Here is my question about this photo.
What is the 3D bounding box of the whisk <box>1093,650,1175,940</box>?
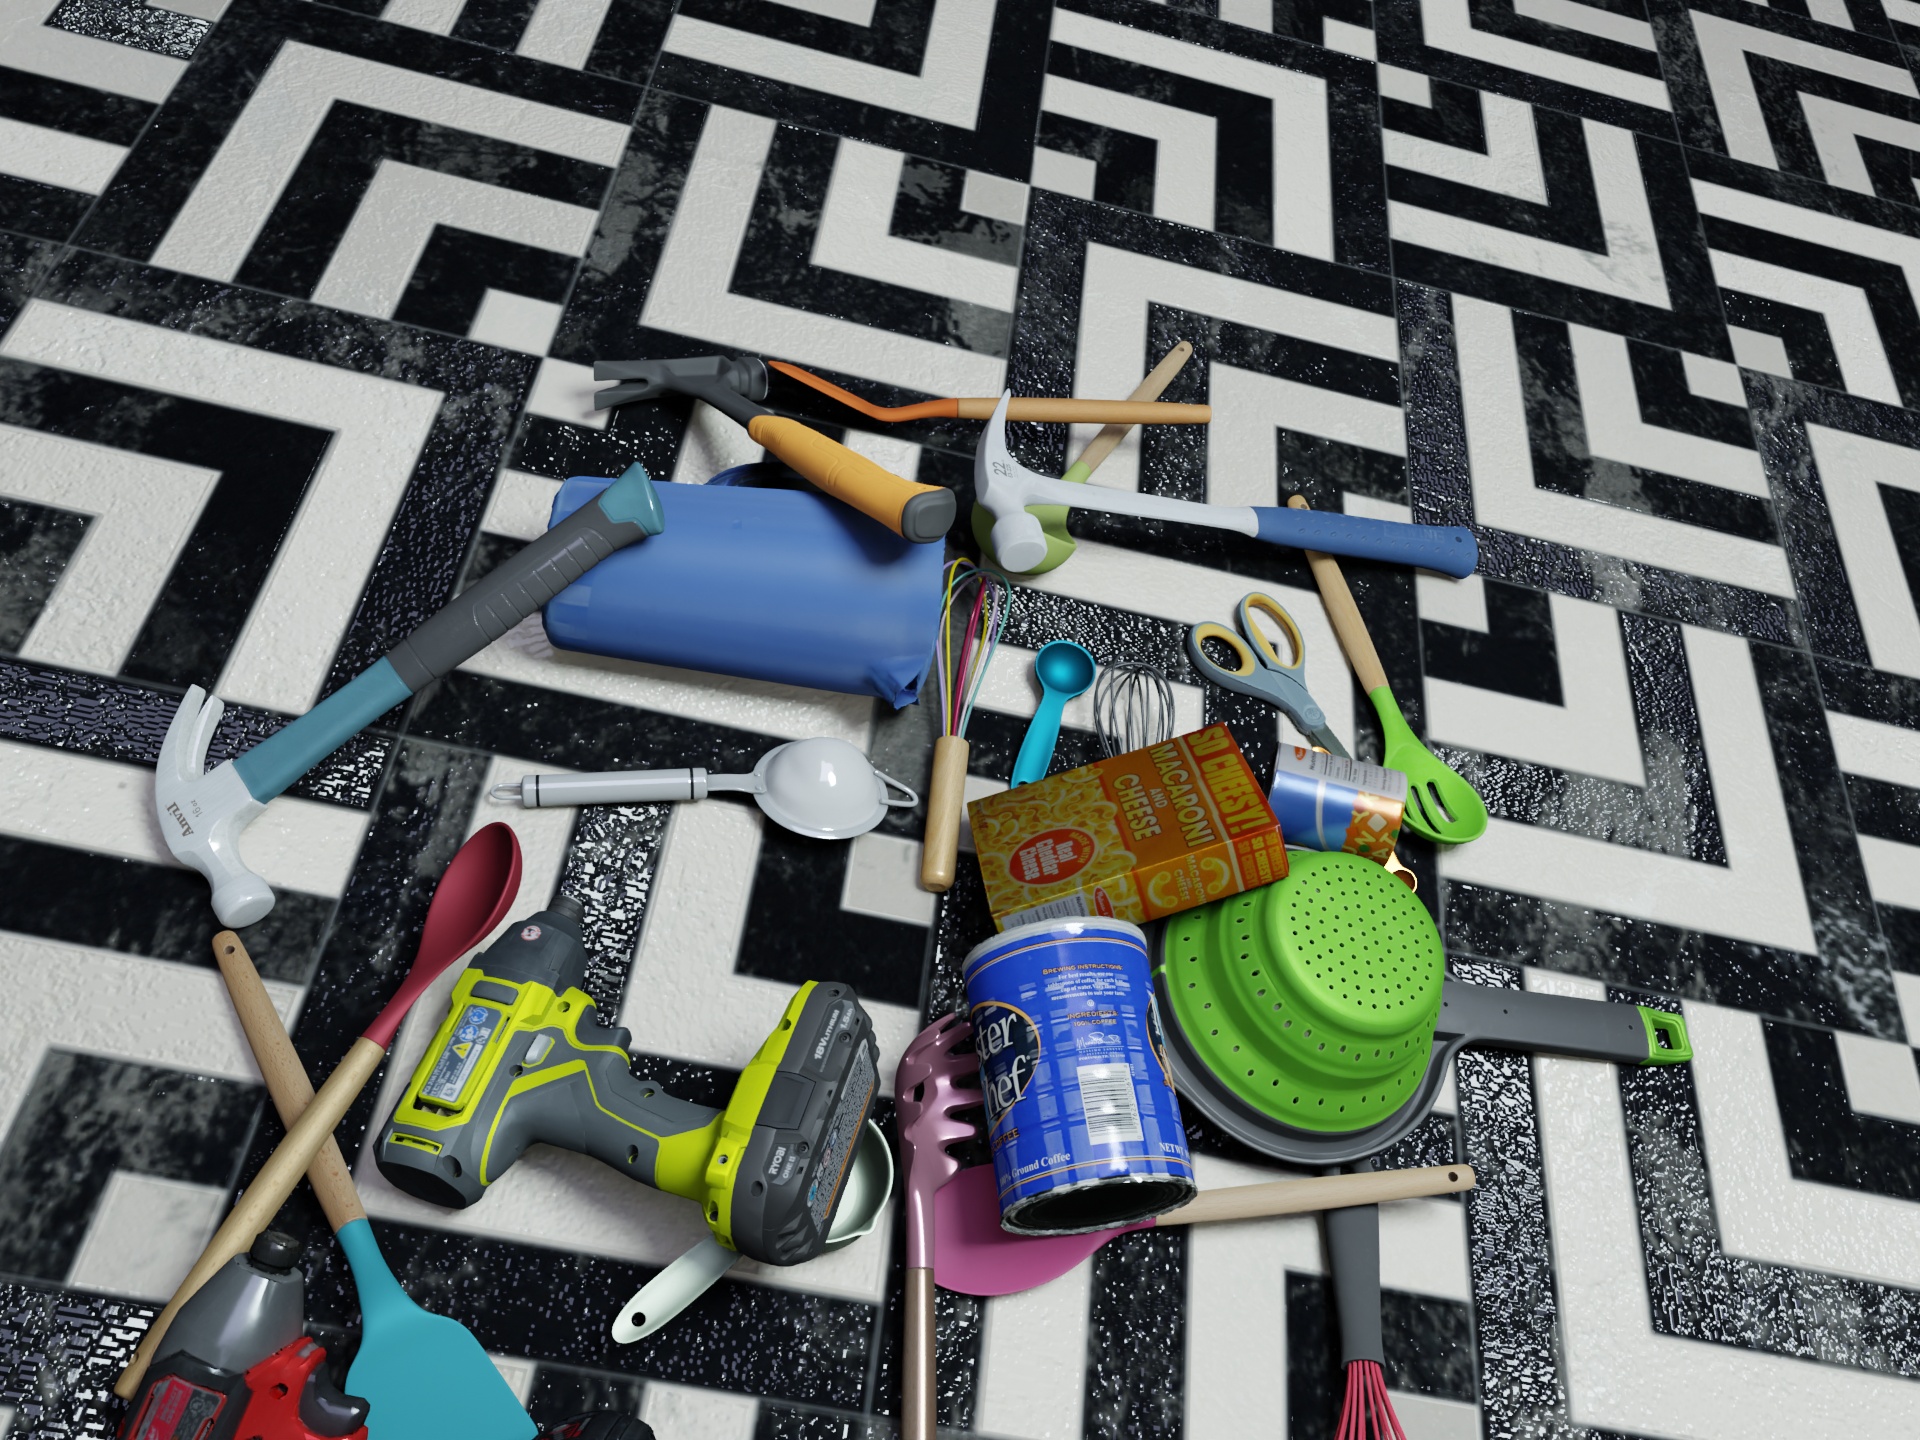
[{"bbox_3d":[0.114,0.061,1.008,0.055,0.055,0.239,6,60,-11],"label":"whisk"}]

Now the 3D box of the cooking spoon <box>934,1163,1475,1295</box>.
[{"bbox_3d":[0.130,0.267,0.870,0.319,0.017,0.069,-4,59,-8],"label":"cooking spoon"}]

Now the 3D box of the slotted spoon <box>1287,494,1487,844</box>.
[{"bbox_3d":[0.291,-0.041,1.134,0.070,0.031,0.314,-3,56,-18],"label":"slotted spoon"}]

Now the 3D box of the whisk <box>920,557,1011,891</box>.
[{"bbox_3d":[0.000,-0.002,1.026,0.051,0.047,0.245,5,59,3],"label":"whisk"}]

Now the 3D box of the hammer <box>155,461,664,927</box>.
[{"bbox_3d":[-0.303,-0.033,0.895,0.331,0.033,0.128,-38,73,-7],"label":"hammer"}]

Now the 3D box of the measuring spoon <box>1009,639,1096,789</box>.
[{"bbox_3d":[0.055,0.005,1.052,0.042,0.021,0.129,21,63,-1],"label":"measuring spoon"}]

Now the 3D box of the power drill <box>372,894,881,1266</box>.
[{"bbox_3d":[-0.162,0.178,0.813,0.223,0.080,0.171,10,52,14],"label":"power drill"}]

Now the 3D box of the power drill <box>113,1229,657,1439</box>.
[{"bbox_3d":[-0.253,0.323,0.692,0.219,0.078,0.143,21,81,2],"label":"power drill"}]

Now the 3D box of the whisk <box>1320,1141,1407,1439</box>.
[{"bbox_3d":[0.212,0.357,0.830,0.073,0.073,0.296,12,48,-7],"label":"whisk"}]

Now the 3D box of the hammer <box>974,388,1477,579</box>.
[{"bbox_3d":[0.196,-0.148,1.132,0.405,0.035,0.144,5,52,-24],"label":"hammer"}]

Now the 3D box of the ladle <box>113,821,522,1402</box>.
[{"bbox_3d":[-0.307,0.182,0.787,0.031,0.069,0.316,50,52,-31],"label":"ladle"}]

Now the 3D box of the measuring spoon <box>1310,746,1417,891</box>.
[{"bbox_3d":[0.265,0.067,1.058,0.021,0.011,0.117,-27,70,-8],"label":"measuring spoon"}]

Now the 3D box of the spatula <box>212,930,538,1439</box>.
[{"bbox_3d":[-0.314,0.236,0.794,0.082,0.044,0.318,-23,61,-25],"label":"spatula"}]

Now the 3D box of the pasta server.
[{"bbox_3d":[-0.014,0.306,0.805,0.040,0.060,0.316,-17,57,28],"label":"pasta server"}]

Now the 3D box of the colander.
[{"bbox_3d":[0.286,0.155,0.937,0.397,0.094,0.205,9,55,-15],"label":"colander"}]

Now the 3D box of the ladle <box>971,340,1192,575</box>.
[{"bbox_3d":[0.105,-0.210,1.183,0.078,0.062,0.320,30,52,12],"label":"ladle"}]

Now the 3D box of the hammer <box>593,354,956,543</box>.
[{"bbox_3d":[-0.114,-0.178,1.010,0.127,0.034,0.337,-11,30,-32],"label":"hammer"}]

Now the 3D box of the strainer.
[{"bbox_3d":[-0.150,0.037,0.960,0.258,0.050,0.087,-2,42,-12],"label":"strainer"}]

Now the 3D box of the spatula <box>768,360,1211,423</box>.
[{"bbox_3d":[0.022,-0.236,1.157,0.322,0.041,0.081,1,13,-2],"label":"spatula"}]

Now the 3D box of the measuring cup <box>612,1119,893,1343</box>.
[{"bbox_3d":[-0.109,0.265,0.818,0.167,0.038,0.083,-34,70,-28],"label":"measuring cup"}]
